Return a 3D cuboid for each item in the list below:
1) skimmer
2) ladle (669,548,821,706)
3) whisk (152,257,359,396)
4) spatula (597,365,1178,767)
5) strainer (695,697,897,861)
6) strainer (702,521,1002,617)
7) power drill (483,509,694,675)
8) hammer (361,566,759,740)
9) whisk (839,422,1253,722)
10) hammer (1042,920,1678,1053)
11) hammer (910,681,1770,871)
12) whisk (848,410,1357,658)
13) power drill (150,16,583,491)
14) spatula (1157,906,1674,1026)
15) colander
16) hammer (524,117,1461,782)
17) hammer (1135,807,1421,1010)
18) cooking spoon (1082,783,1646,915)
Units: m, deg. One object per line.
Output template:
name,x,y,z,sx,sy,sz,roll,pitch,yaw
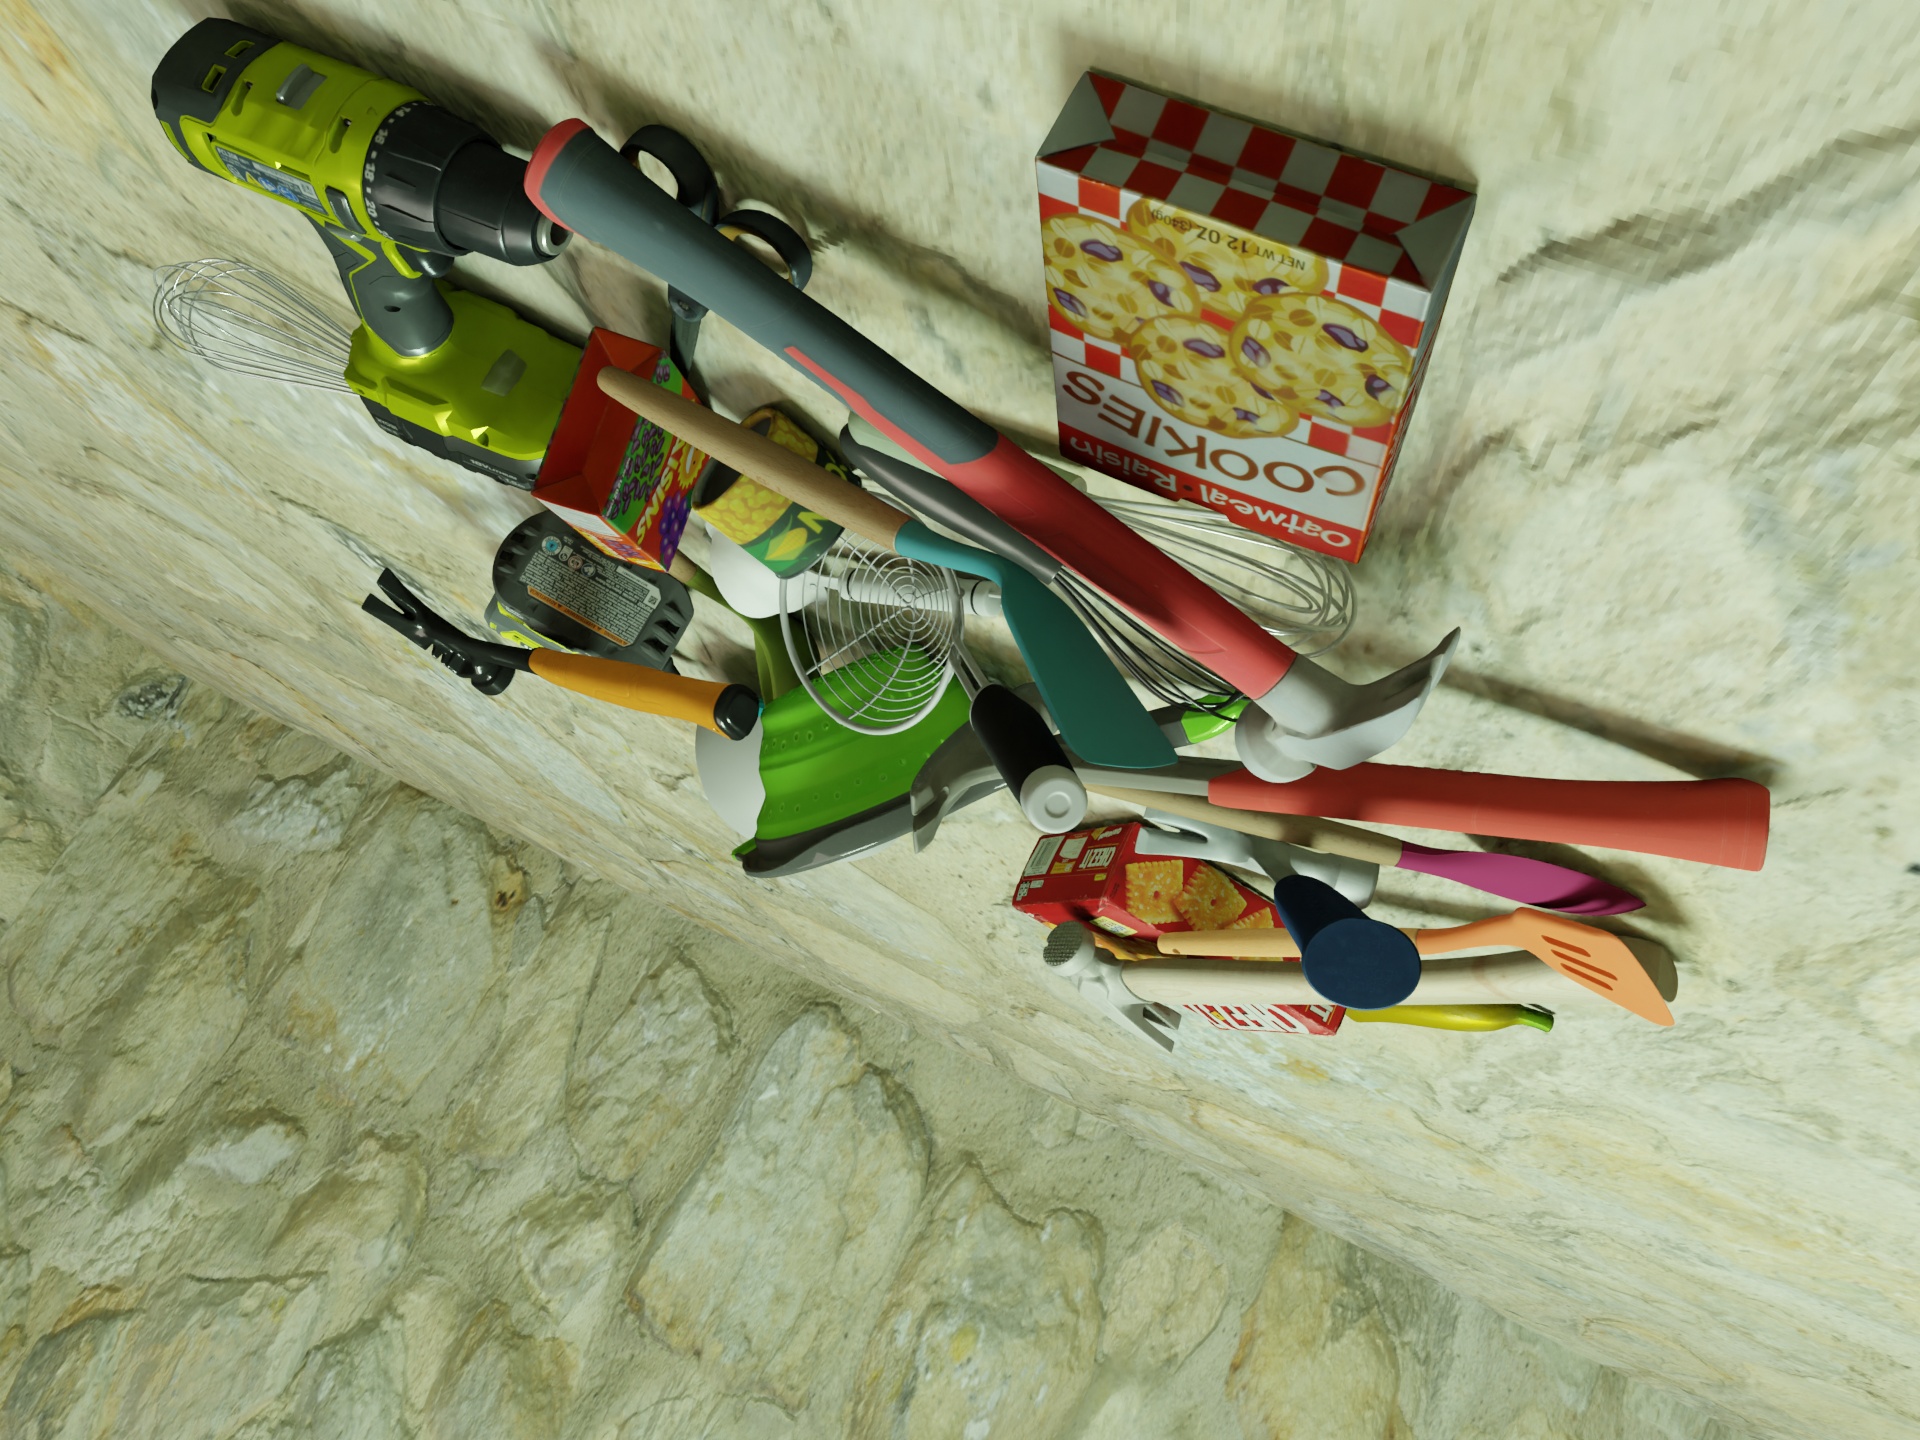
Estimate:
skimmer,-0.026,-0.020,0.704,0.090,0.127,0.363,2,-165,-10
ladle,-0.194,-0.098,0.978,0.319,0.062,0.078,40,-160,-42
whisk,-0.346,-0.203,0.949,0.284,0.070,0.070,23,163,-3
spatula,-0.046,-0.074,0.642,0.318,0.044,0.082,31,-165,29
strainer,-0.133,0.068,1.305,0.211,0.095,0.340,21,168,-3
strainer,-0.069,-0.078,0.916,0.258,0.050,0.086,9,155,38
power drill,-0.271,-0.070,1.188,0.171,0.080,0.223,30,166,-8
hammer,-0.260,-0.036,1.052,0.337,0.034,0.127,12,158,39
whisk,0.044,-0.072,0.750,0.239,0.055,0.055,32,163,-2
hammer,0.248,0.172,1.017,0.411,0.038,0.146,-10,139,44
hammer,0.161,0.034,0.712,0.359,0.149,0.036,5,114,22
whisk,0.055,-0.090,0.685,0.246,0.058,0.059,26,128,20
power drill,-0.245,-0.207,0.747,0.190,0.080,0.228,24,160,13
spatula,0.242,0.135,0.920,0.323,0.041,0.081,-8,133,44
colander,-0.001,-0.003,0.934,0.397,0.204,0.094,-16,101,44
hammer,0.003,-0.108,0.596,0.386,0.038,0.143,36,164,-2
hammer,0.159,0.083,0.776,0.144,0.035,0.405,15,-178,6
cooking spoon,0.204,0.064,0.832,0.319,0.017,0.068,14,164,-5
